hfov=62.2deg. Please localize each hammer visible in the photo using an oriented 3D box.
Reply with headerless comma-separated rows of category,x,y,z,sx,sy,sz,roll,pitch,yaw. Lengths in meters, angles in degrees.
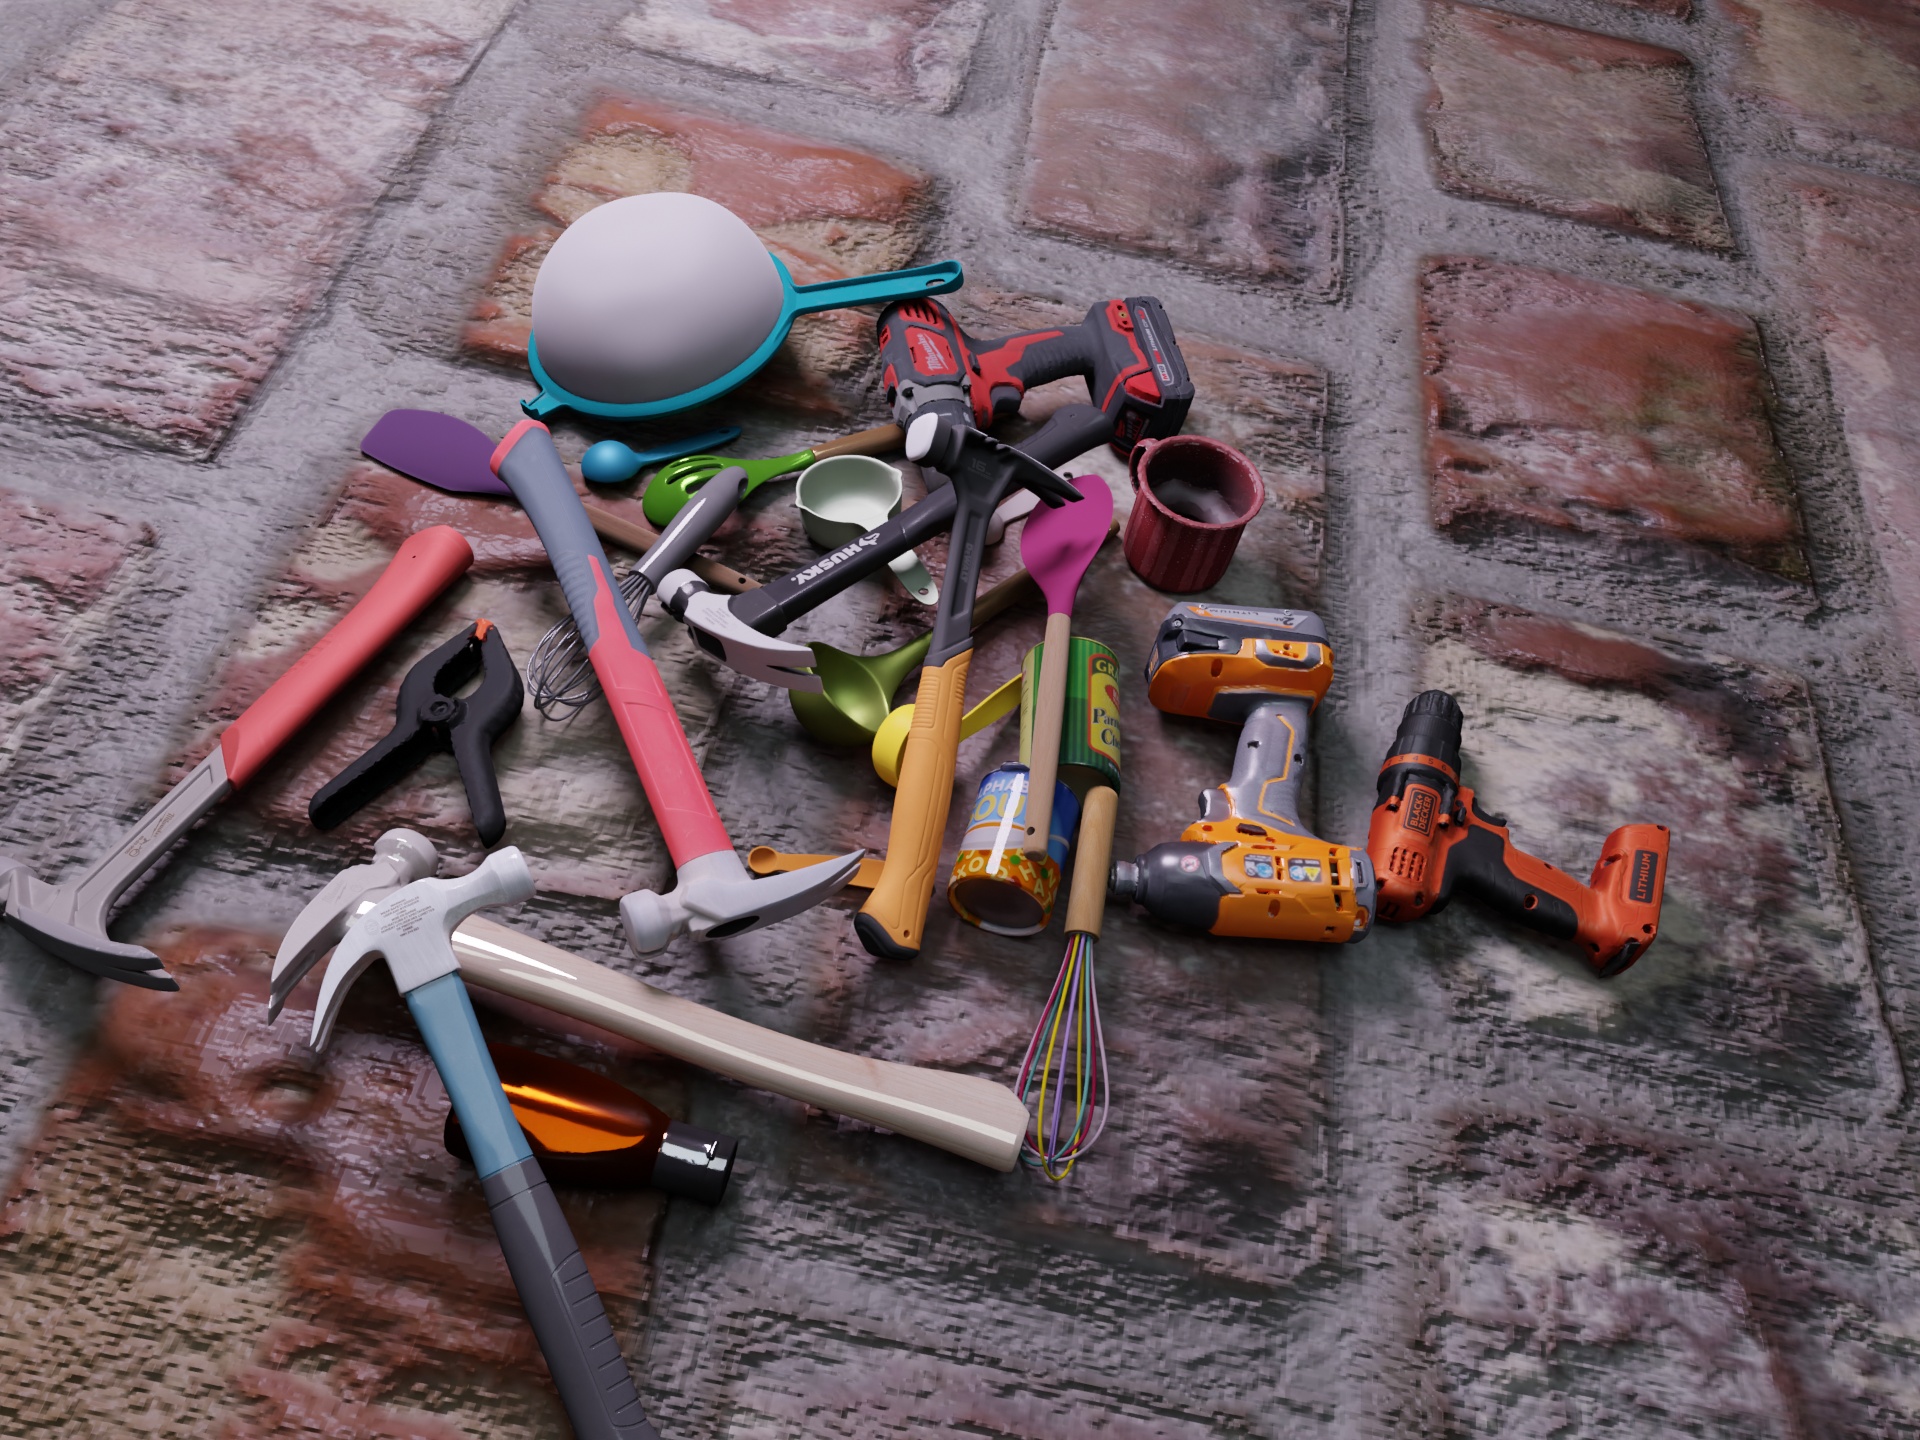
hammer,-0.006,-0.016,0.994,0.127,0.034,0.337,20,74,-32
hammer,-0.218,0.234,0.787,0.128,0.033,0.331,-23,79,-18
hammer,-0.412,0.003,0.969,0.149,0.036,0.359,17,50,21
hammer,-0.195,-0.041,0.985,0.143,0.038,0.387,-16,62,-24
hammer,-0.028,-0.128,1.067,0.335,0.035,0.146,-33,45,-23
hammer,-0.163,0.172,0.873,0.410,0.038,0.146,19,31,2

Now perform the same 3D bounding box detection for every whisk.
whisk,0.069,0.150,0.940,0.047,0.051,0.245,27,56,-25
whisk,-0.211,-0.091,1.068,0.055,0.055,0.239,28,58,11

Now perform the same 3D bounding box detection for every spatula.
spatula,-0.281,-0.153,1.130,0.316,0.018,0.060,24,61,9

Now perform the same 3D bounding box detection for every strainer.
strainer,-0.172,-0.335,1.178,0.340,0.095,0.211,-6,53,8

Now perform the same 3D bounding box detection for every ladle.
ladle,0.009,-0.076,1.103,0.320,0.062,0.078,-34,82,-32

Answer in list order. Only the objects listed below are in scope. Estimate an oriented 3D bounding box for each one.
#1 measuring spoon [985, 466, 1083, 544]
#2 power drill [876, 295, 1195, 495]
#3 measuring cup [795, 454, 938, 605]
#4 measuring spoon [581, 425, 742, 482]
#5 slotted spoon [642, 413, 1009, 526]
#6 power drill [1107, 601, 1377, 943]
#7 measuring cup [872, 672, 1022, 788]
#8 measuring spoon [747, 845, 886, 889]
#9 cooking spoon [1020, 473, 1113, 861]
measuring spoon,0.049,-0.169,1.200,0.124,0.018,0.034,-33,65,-29
power drill,0.057,-0.239,1.205,0.226,0.080,0.188,-5,61,-17
measuring cup,-0.058,-0.124,1.124,0.083,0.038,0.168,-21,53,-19
measuring spoon,-0.219,-0.206,1.173,0.128,0.021,0.042,-23,43,-26
slotted spoon,-0.090,-0.205,1.198,0.313,0.031,0.070,-20,50,-24
power drill,0.174,0.035,1.036,0.164,0.084,0.227,4,57,-5
measuring cup,-0.002,-0.003,1.058,0.029,0.062,0.156,22,38,32
measuring spoon,-0.075,0.096,0.992,0.117,0.011,0.021,8,53,-8
cooking spoon,0.061,-0.045,1.024,0.069,0.017,0.319,-12,48,24
